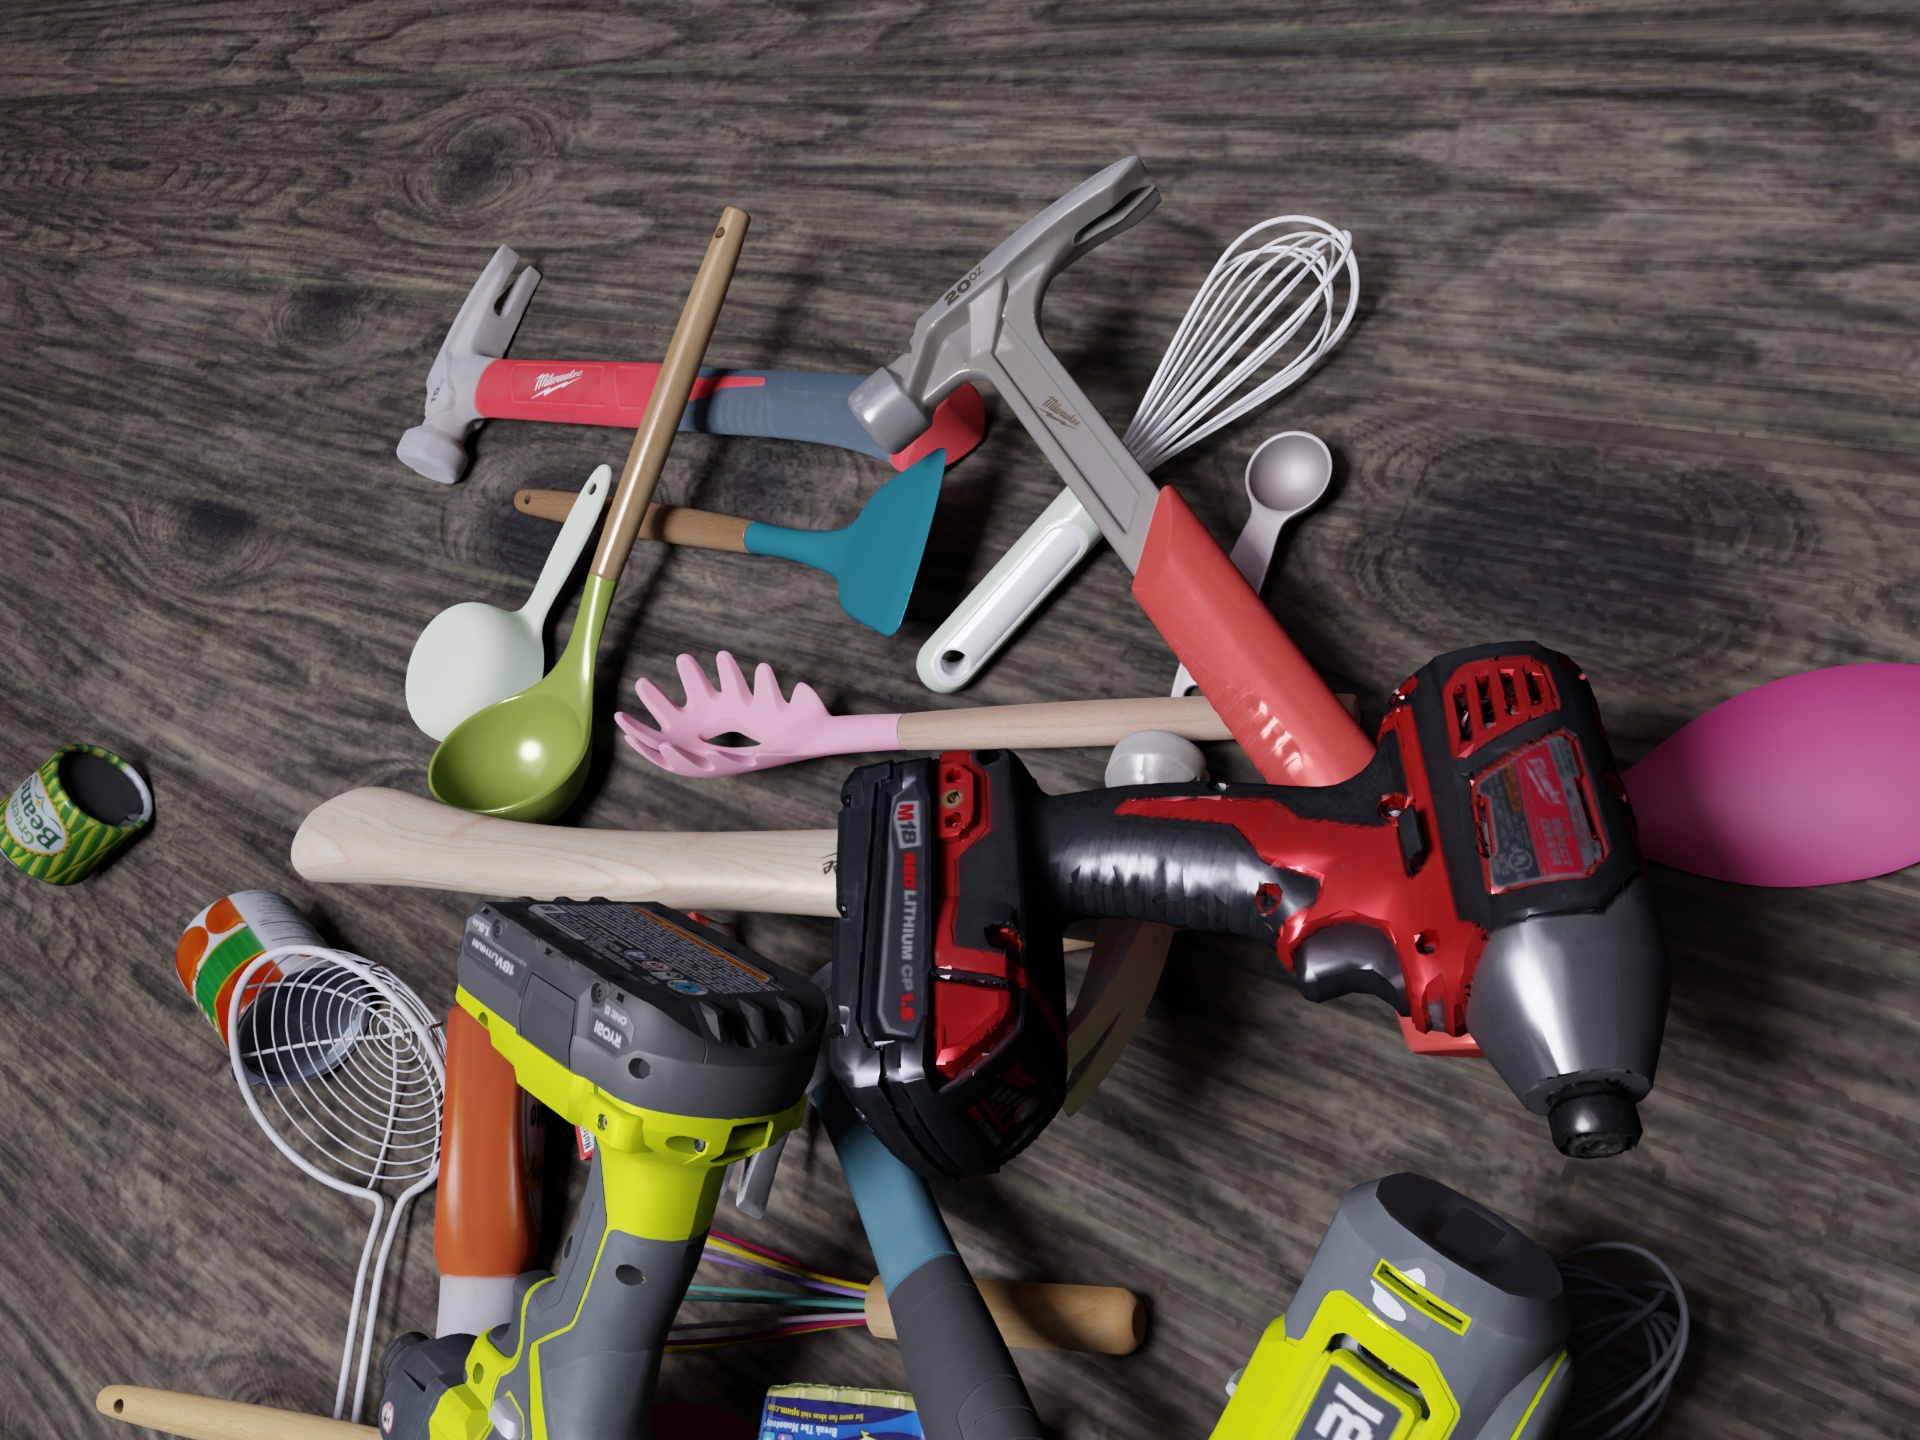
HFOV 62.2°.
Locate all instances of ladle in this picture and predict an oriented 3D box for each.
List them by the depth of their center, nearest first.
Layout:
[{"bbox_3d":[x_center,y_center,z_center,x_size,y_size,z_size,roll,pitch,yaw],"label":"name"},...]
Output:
[{"bbox_3d":[-0.214,0.285,0.618,0.315,0.031,0.069,0,78,20],"label":"ladle"},{"bbox_3d":[-0.169,-0.096,0.756,0.078,0.062,0.320,22,93,32],"label":"ladle"}]

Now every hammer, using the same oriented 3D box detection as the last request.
[{"bbox_3d":[-0.006,0.185,0.496,0.128,0.033,0.331,-41,33,5],"label":"hammer"},{"bbox_3d":[0.095,-0.043,0.558,0.149,0.036,0.359,-38,61,11],"label":"hammer"},{"bbox_3d":[-0.114,0.065,0.628,0.411,0.038,0.146,0,44,27],"label":"hammer"},{"bbox_3d":[-0.144,-0.180,0.822,0.386,0.038,0.143,11,74,37],"label":"hammer"}]

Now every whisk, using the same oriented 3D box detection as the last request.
[{"bbox_3d":[0.110,0.226,0.468,0.239,0.055,0.055,-40,53,18],"label":"whisk"},{"bbox_3d":[-0.049,0.209,0.582,0.245,0.051,0.047,-7,60,28],"label":"whisk"},{"bbox_3d":[0.068,-0.103,0.643,0.246,0.057,0.059,-47,17,12],"label":"whisk"}]

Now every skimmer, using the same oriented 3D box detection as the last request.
[{"bbox_3d":[-0.281,0.281,0.671,0.127,0.090,0.364,-12,63,26],"label":"skimmer"}]

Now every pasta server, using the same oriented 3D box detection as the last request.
[{"bbox_3d":[-0.001,-0.002,0.634,0.316,0.040,0.060,-2,42,28],"label":"pasta server"}]

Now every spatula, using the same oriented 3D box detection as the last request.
[{"bbox_3d":[-0.124,-0.096,0.767,0.318,0.044,0.082,12,85,38],"label":"spatula"}]

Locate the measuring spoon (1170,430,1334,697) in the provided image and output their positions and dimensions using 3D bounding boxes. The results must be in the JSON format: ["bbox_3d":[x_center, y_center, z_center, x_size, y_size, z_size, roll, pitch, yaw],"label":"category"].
[{"bbox_3d":[0.111,-0.052,0.613,0.034,0.018,0.124,24,90,33],"label":"measuring spoon"}]

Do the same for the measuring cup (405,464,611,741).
[{"bbox_3d":[-0.230,-0.062,0.810,0.083,0.038,0.167,39,103,40],"label":"measuring cup"}]

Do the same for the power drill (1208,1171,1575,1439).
[{"bbox_3d":[0.151,0.248,0.377,0.229,0.080,0.190,29,102,29],"label":"power drill"}]

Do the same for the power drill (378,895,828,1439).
[{"bbox_3d":[-0.133,0.179,0.537,0.171,0.080,0.223,18,97,42],"label":"power drill"}]

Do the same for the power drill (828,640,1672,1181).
[{"bbox_3d":[0.079,0.061,0.448,0.219,0.078,0.143,-10,53,13],"label":"power drill"}]

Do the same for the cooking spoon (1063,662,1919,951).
[{"bbox_3d":[0.165,0.042,0.528,0.319,0.017,0.069,-16,60,26],"label":"cooking spoon"}]
